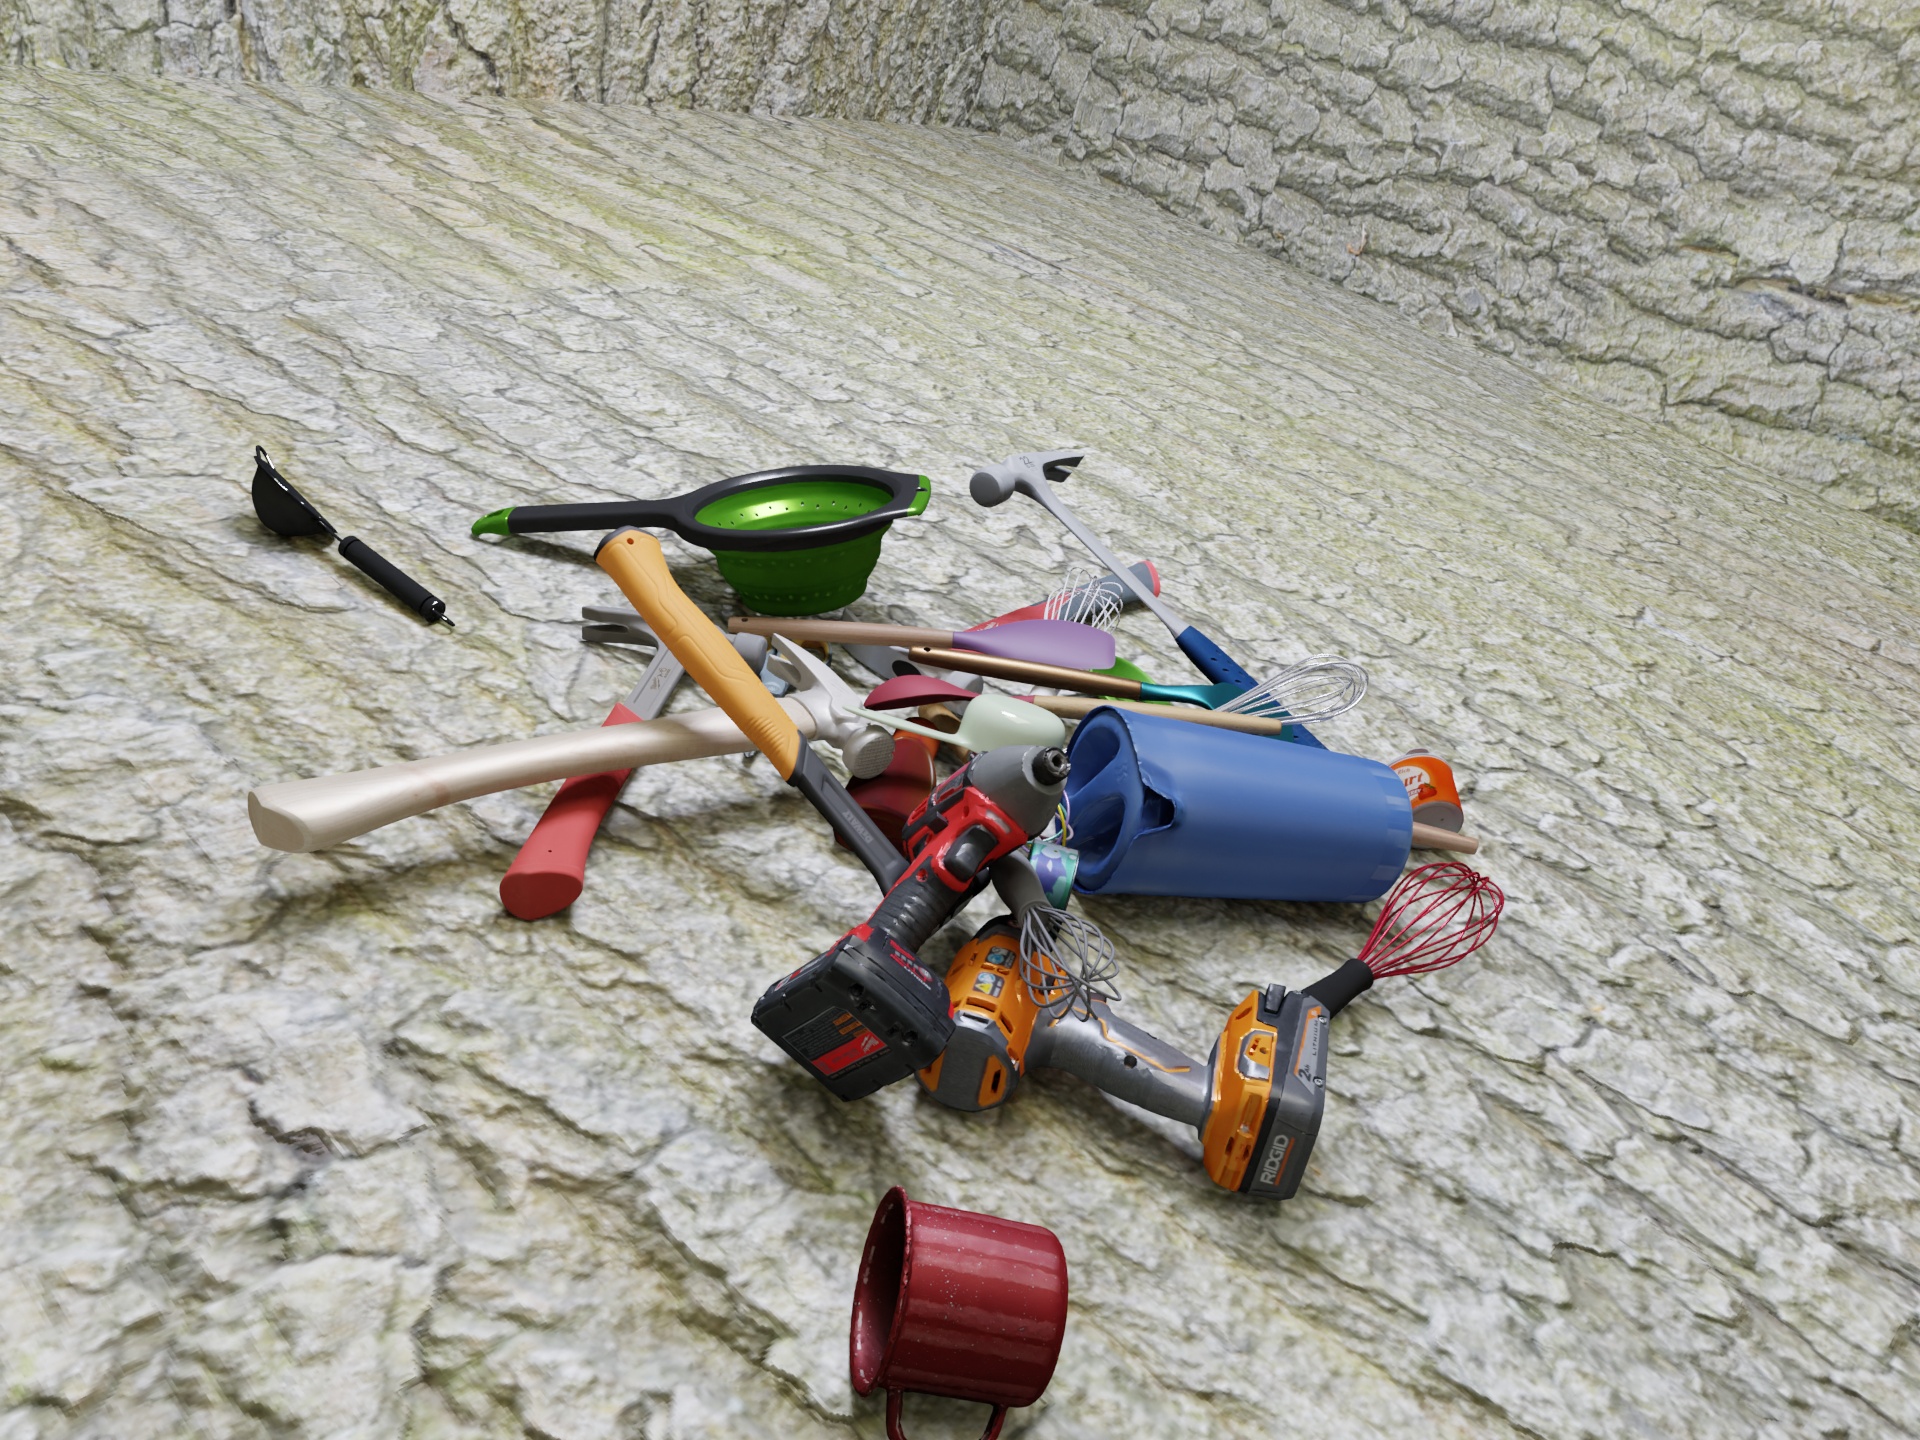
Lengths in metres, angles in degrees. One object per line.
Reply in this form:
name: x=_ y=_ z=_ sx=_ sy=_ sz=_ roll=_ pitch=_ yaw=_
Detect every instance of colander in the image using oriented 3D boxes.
colander: x=-0.220 y=-0.146 z=1.375 sx=0.397 sy=0.094 sz=0.205 roll=-2 pitch=24 yaw=5

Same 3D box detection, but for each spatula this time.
spatula: x=0.114 y=-0.019 z=1.258 sx=0.317 sy=0.044 sz=0.082 roll=10 pitch=45 yaw=0
spatula: x=-0.032 y=-0.069 z=1.296 sx=0.316 sy=0.018 sz=0.060 roll=3 pitch=44 yaw=1

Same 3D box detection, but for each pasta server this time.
pasta server: x=0.253 y=0.057 z=1.260 sx=0.316 sy=0.040 sz=0.060 roll=13 pitch=15 yaw=6

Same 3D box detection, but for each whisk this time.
whisk: x=0.075 y=-0.037 z=1.311 sx=0.070 sy=0.070 sz=0.285 roll=20 pitch=42 yaw=8
whisk: x=0.020 y=0.039 z=1.181 sx=0.051 sy=0.047 sz=0.245 roll=-30 pitch=32 yaw=-10
whisk: x=0.047 y=0.116 z=0.930 sx=0.055 sy=0.055 sz=0.239 roll=9 pitch=11 yaw=-11
whisk: x=0.284 y=0.166 z=1.094 sx=0.296 sy=0.073 sz=0.073 roll=-23 pitch=47 yaw=-39
whisk: x=0.189 y=0.002 z=1.209 sx=0.246 sy=0.059 sz=0.058 roll=-17 pitch=50 yaw=12

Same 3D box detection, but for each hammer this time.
hammer: x=-0.245 y=0.016 z=1.029 sx=0.410 sy=0.038 sz=0.146 roll=-11 pitch=40 yaw=-38
hammer: x=-0.128 y=0.010 z=1.026 sx=0.337 sy=0.034 sz=0.127 roll=50 pitch=49 yaw=7
hammer: x=0.184 y=-0.084 z=1.352 sx=0.405 sy=0.035 sz=0.144 roll=46 pitch=36 yaw=10
hammer: x=-0.248 y=0.016 z=1.107 sx=0.149 sy=0.036 sz=0.359 roll=9 pitch=30 yaw=3
hammer: x=0.058 y=-0.099 z=1.460 sx=0.143 sy=0.038 sz=0.386 roll=30 pitch=32 yaw=27

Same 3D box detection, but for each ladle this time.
ladle: x=0.081 y=-0.009 z=1.194 sx=0.315 sy=0.031 sz=0.069 roll=5 pitch=-2 yaw=11

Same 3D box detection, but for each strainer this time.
strainer: x=-0.492 y=-0.140 z=1.264 sx=0.258 sy=0.050 sz=0.086 roll=34 pitch=-10 yaw=20

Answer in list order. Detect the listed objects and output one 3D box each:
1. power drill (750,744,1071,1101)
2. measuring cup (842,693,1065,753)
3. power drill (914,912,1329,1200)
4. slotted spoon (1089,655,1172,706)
power drill: x=-0.016 y=0.102 z=0.915 sx=0.078 sy=0.143 sz=0.220 roll=42 pitch=50 yaw=-8
measuring cup: x=-0.002 y=-0.004 z=1.119 sx=0.167 sy=0.038 sz=0.083 roll=15 pitch=11 yaw=-24
power drill: x=0.099 y=0.185 z=0.948 sx=0.226 sy=0.084 sz=0.164 roll=15 pitch=28 yaw=7
slotted spoon: x=0.230 y=0.035 z=1.323 sx=0.314 sy=0.031 sz=0.070 roll=35 pitch=35 yaw=28
